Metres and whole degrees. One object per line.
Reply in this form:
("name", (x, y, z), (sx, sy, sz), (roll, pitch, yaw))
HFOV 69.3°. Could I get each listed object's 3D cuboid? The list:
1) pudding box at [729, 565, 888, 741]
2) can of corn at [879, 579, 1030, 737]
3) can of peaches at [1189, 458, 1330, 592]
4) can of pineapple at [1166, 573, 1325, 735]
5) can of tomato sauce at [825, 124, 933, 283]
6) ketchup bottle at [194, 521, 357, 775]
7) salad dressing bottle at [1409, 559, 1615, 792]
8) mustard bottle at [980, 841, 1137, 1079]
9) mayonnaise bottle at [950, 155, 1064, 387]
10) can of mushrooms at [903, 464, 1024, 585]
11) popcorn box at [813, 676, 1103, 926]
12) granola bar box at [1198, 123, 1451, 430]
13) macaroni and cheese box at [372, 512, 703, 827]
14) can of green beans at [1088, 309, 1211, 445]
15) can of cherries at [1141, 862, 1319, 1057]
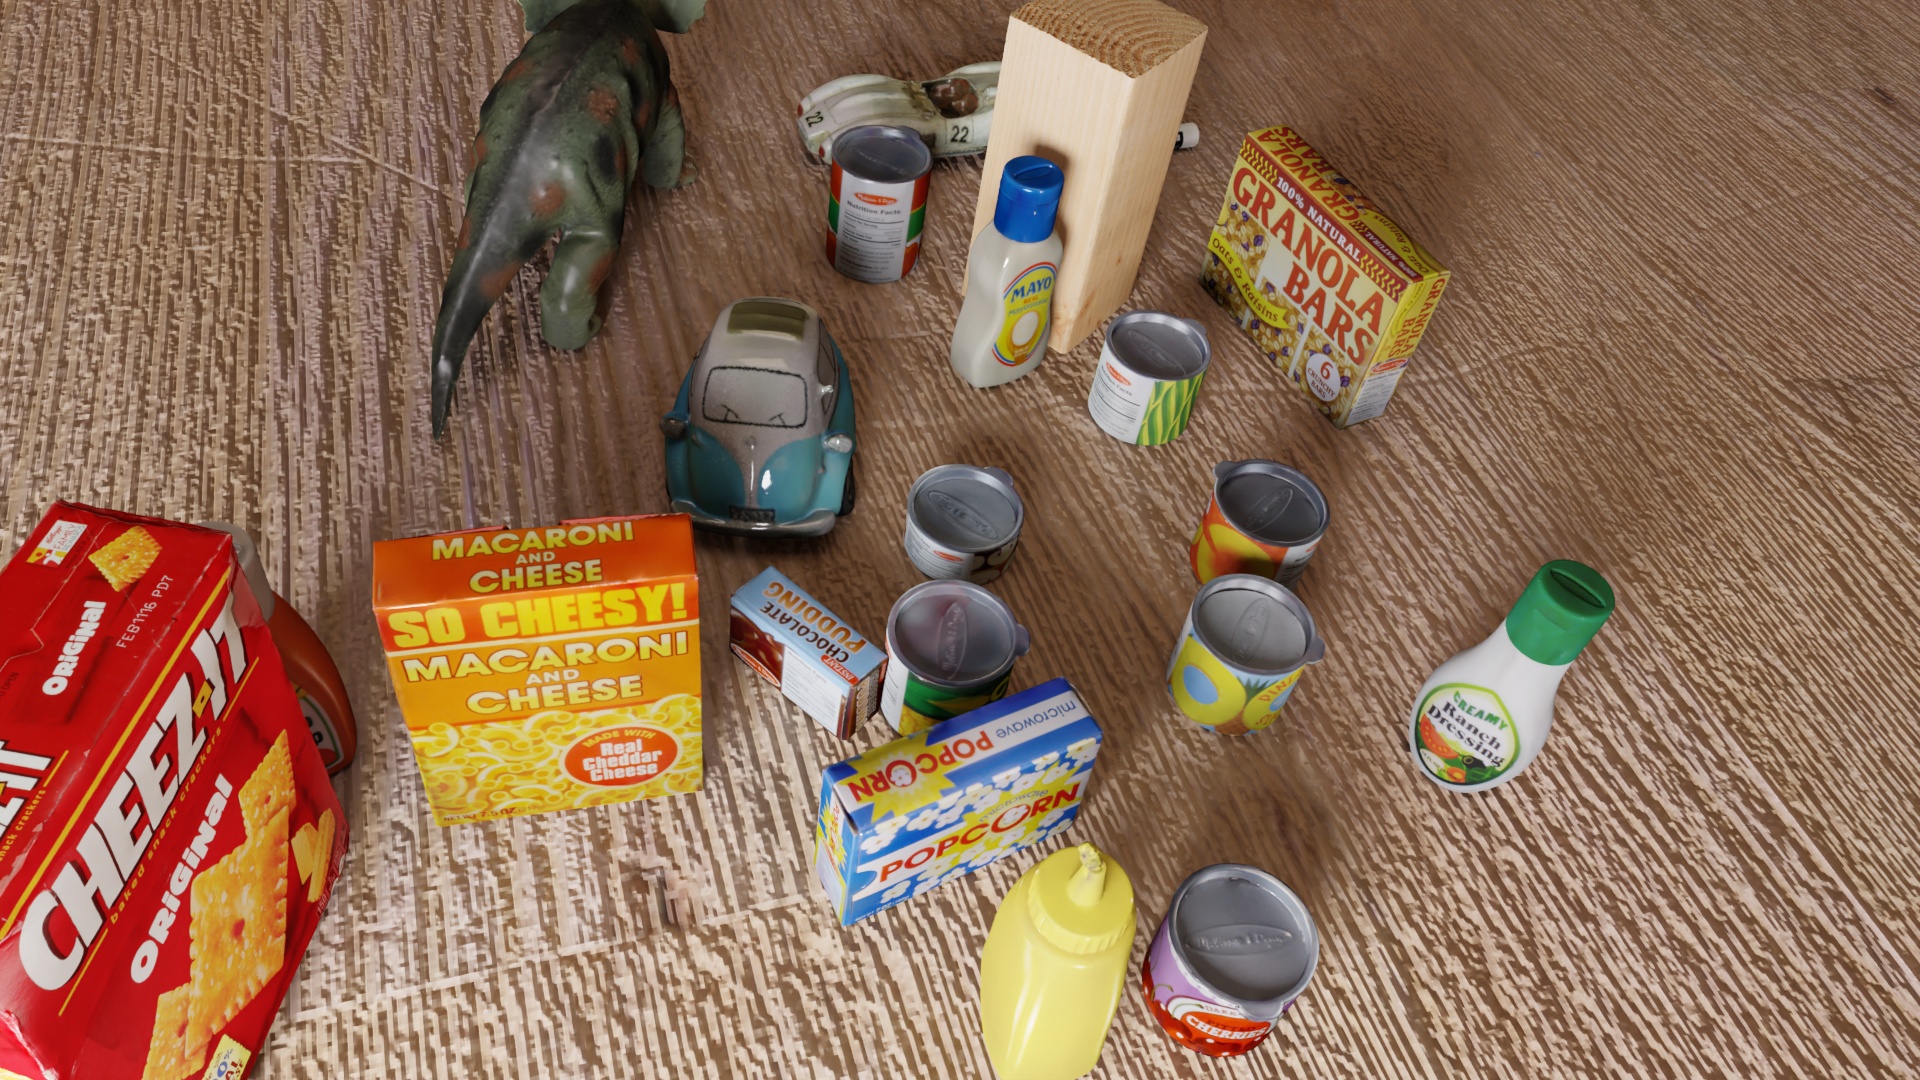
("pudding box", (-0.078, 0.057, 0.702), (0.084, 0.049, 0.030), (35, 52, 20))
("can of corn", (-0.004, 0.064, 0.703), (0.071, 0.058, 0.071), (5, 48, -6))
("can of peaches", (0.168, -0.005, 0.794), (0.071, 0.057, 0.071), (5, 48, -6))
("can of pineapple", (0.148, 0.062, 0.732), (0.071, 0.057, 0.071), (5, 48, -6))
("can of tomato sauce", (-0.055, -0.227, 0.933), (0.071, 0.082, 0.071), (5, 48, -6))
("ketchup bottle", (-0.307, 0.052, 0.599), (0.065, 0.148, 0.044), (-12, 52, -19))
("salad dressing bottle", (0.271, 0.069, 0.687), (0.044, 0.146, 0.064), (-34, 62, -32))
("mustard bottle", (0.041, 0.164, 0.554), (0.049, 0.159, 0.065), (-2, 50, -12))
("mayonnaise bottle", (0.032, -0.162, 0.849), (0.065, 0.147, 0.041), (-24, 57, -28))
("can of mushrooms", (0.003, -0.010, 0.785), (0.071, 0.033, 0.071), (5, 48, -6))
("popcorn box", (-0.002, 0.119, 0.636), (0.127, 0.084, 0.038), (-18, 54, -24))
("granola bar box", (0.230, -0.173, 0.909), (0.039, 0.123, 0.166), (-18, 54, -24))
("macaroni and cheese box", (-0.176, 0.059, 0.604), (0.124, 0.165, 0.040), (-6, 50, -15))
("can of green beans", (0.118, -0.102, 0.870), (0.071, 0.057, 0.071), (5, 48, -6))
("can of cherries", (0.118, 0.188, 0.614), (0.071, 0.058, 0.072), (5, 48, -6))
